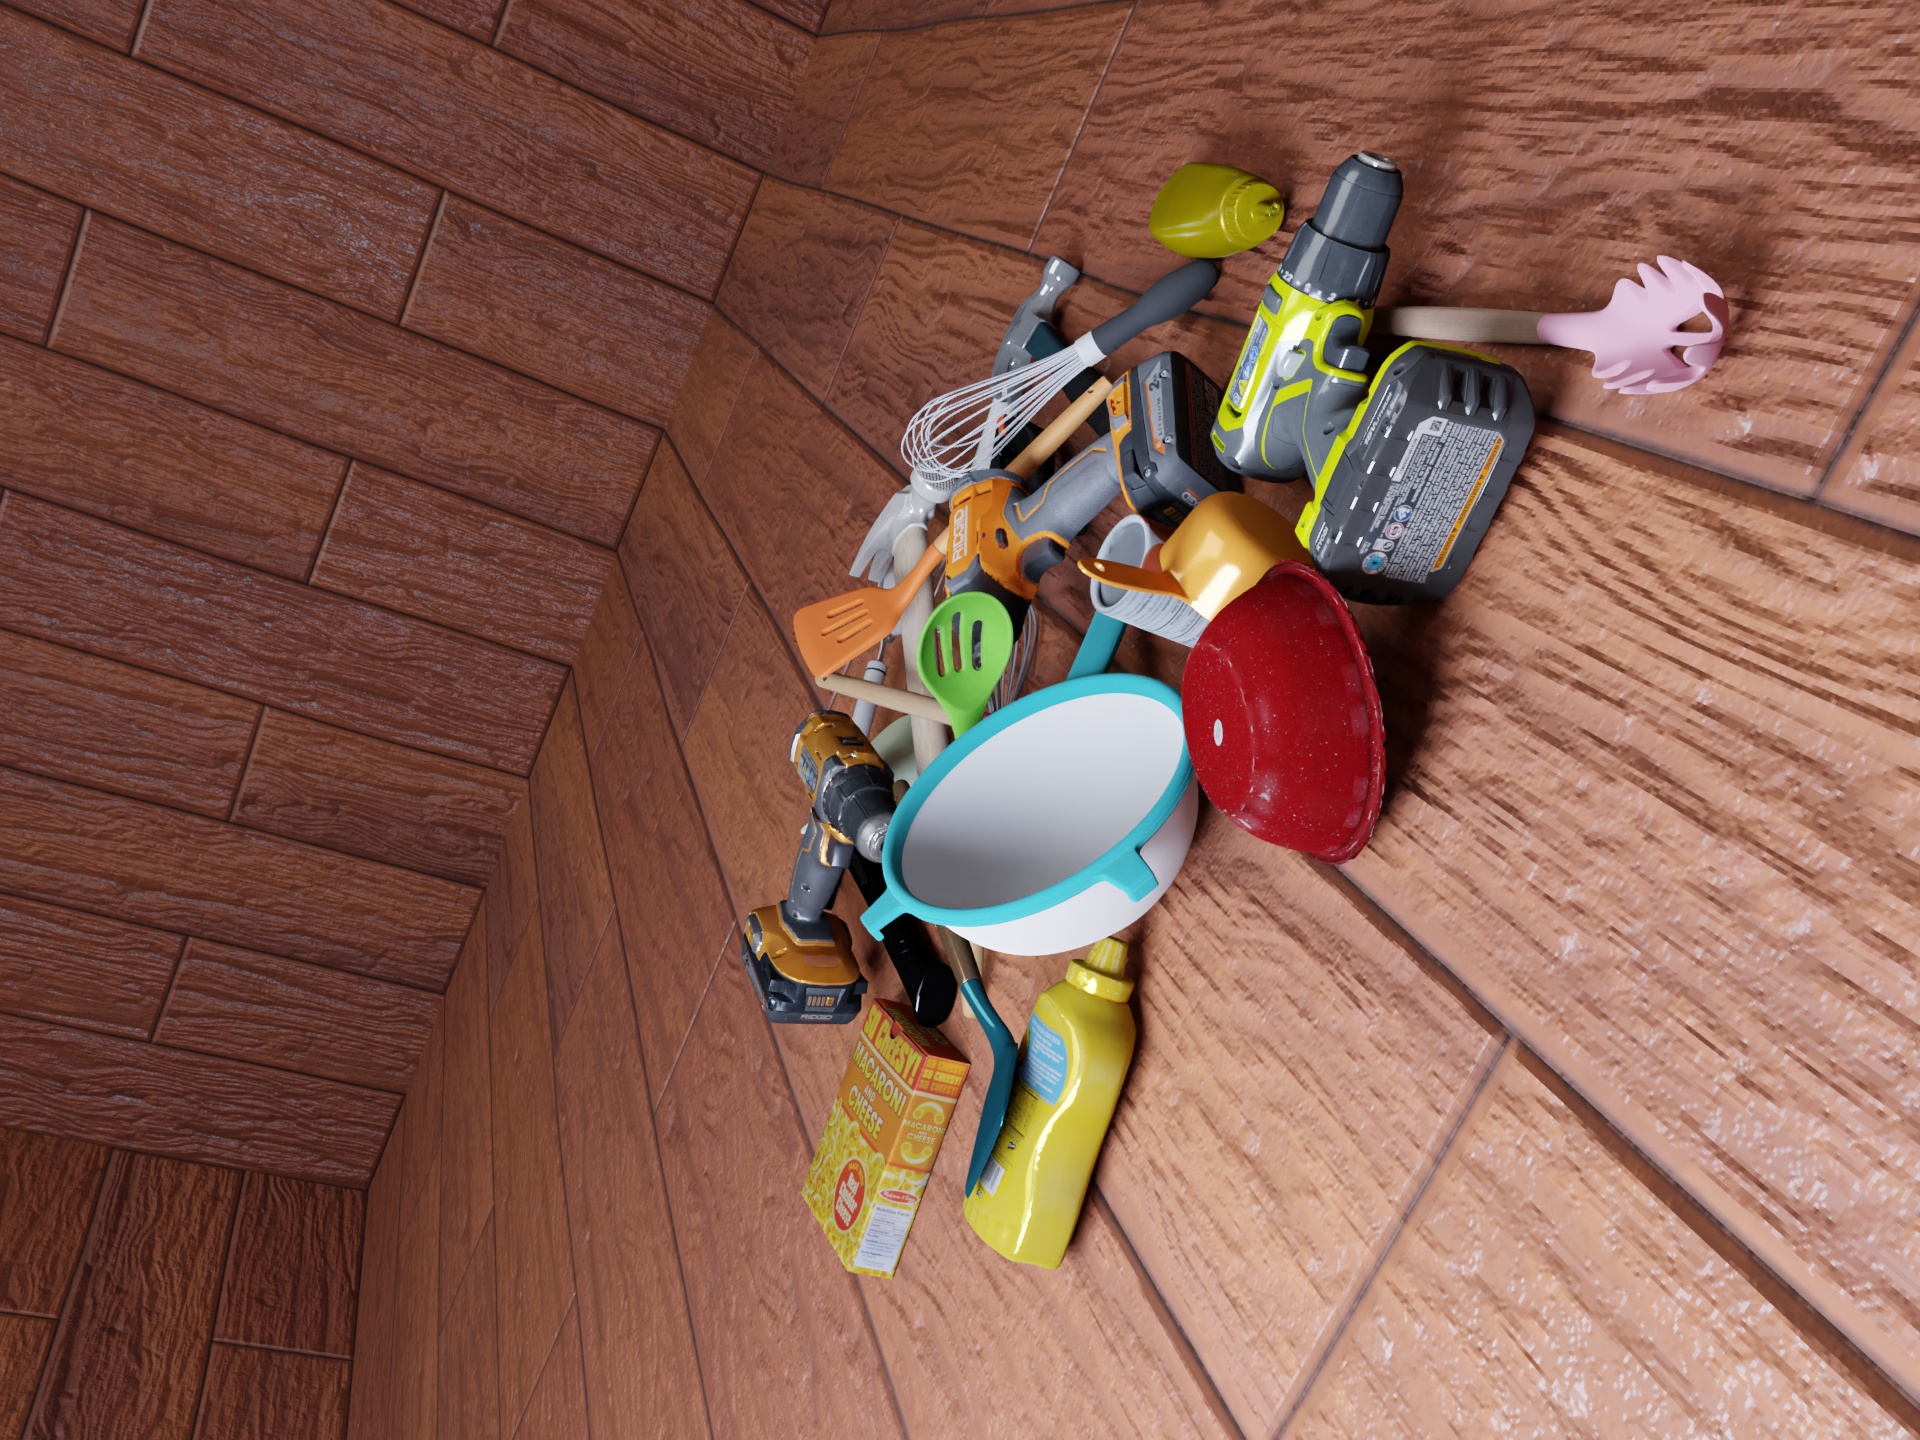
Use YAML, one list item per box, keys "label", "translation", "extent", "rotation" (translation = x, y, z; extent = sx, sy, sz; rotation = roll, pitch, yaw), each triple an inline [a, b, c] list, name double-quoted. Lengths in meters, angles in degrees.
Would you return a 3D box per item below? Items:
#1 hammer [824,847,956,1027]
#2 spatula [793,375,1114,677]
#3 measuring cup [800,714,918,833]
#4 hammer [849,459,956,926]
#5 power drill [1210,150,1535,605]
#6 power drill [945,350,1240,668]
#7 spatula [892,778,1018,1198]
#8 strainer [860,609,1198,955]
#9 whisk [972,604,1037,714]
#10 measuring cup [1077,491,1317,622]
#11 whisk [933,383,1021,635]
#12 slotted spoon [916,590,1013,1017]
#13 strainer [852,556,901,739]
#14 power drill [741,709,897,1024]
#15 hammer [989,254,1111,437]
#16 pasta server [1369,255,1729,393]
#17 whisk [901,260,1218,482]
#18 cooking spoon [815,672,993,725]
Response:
- label: "hammer"
  translation: [-0.067, 0.155, 1.323]
  extent: [0.146, 0.035, 0.335]
  rotation: [-65, 24, 13]
- label: "spatula"
  translation: [-0.005, -0.153, 1.234]
  extent: [0.322, 0.041, 0.081]
  rotation: [-43, 46, 21]
- label: "measuring cup"
  translation: [-0.085, 0.048, 1.358]
  extent: [0.167, 0.038, 0.083]
  rotation: [-31, 19, 26]
- label: "hammer"
  translation: [-0.031, -0.013, 1.273]
  extent: [0.146, 0.038, 0.411]
  rotation: [-50, 38, 44]
- label: "power drill"
  translation: [0.217, -0.186, 0.863]
  extent: [0.229, 0.080, 0.190]
  rotation: [-104, 27, -52]
- label: "power drill"
  translation: [0.079, -0.135, 1.093]
  extent: [0.226, 0.084, 0.164]
  rotation: [-28, 46, 36]
- label: "spatula"
  translation: [-0.010, 0.151, 1.034]
  extent: [0.318, 0.044, 0.082]
  rotation: [-112, 31, -44]
- label: "strainer"
  translation: [0.084, 0.032, 1.017]
  extent: [0.211, 0.095, 0.341]
  rotation: [-13, 33, 32]
- label: "whisk"
  translation: [0.033, 0.001, 1.211]
  extent: [0.055, 0.055, 0.239]
  rotation: [-38, 44, 52]
- label: "measuring cup"
  translation: [0.136, -0.093, 0.894]
  extent: [0.052, 0.173, 0.095]
  rotation: [-52, 55, 30]
- label: "whisk"
  translation: [0.010, -0.187, 1.397]
  extent: [0.059, 0.058, 0.246]
  rotation: [50, -126, -65]
- label: "slotted spoon"
  translation: [0.004, 0.062, 1.095]
  extent: [0.031, 0.070, 0.313]
  rotation: [-146, 51, -62]
- label: "strainer"
  translation: [-0.072, -0.053, 1.451]
  extent: [0.086, 0.050, 0.259]
  rotation: [67, -146, -63]
- label: "power drill"
  translation: [-0.100, 0.126, 1.236]
  extent: [0.186, 0.084, 0.226]
  rotation: [-132, 52, -59]
- label: "hammer"
  translation: [0.095, -0.276, 1.283]
  extent: [0.128, 0.033, 0.331]
  rotation: [-57, 27, 19]
- label: "pasta server"
  translation: [0.280, -0.205, 0.819]
  extent: [0.316, 0.040, 0.060]
  rotation: [-139, 59, -66]
- label: "whisk"
  translation: [0.074, -0.266, 1.213]
  extent: [0.284, 0.070, 0.070]
  rotation: [-29, 42, 25]
- label: "cooking spoon"
  translation: [-0.002, -0.004, 1.178]
  extent: [0.319, 0.017, 0.069]
  rotation: [16, 84, 43]
